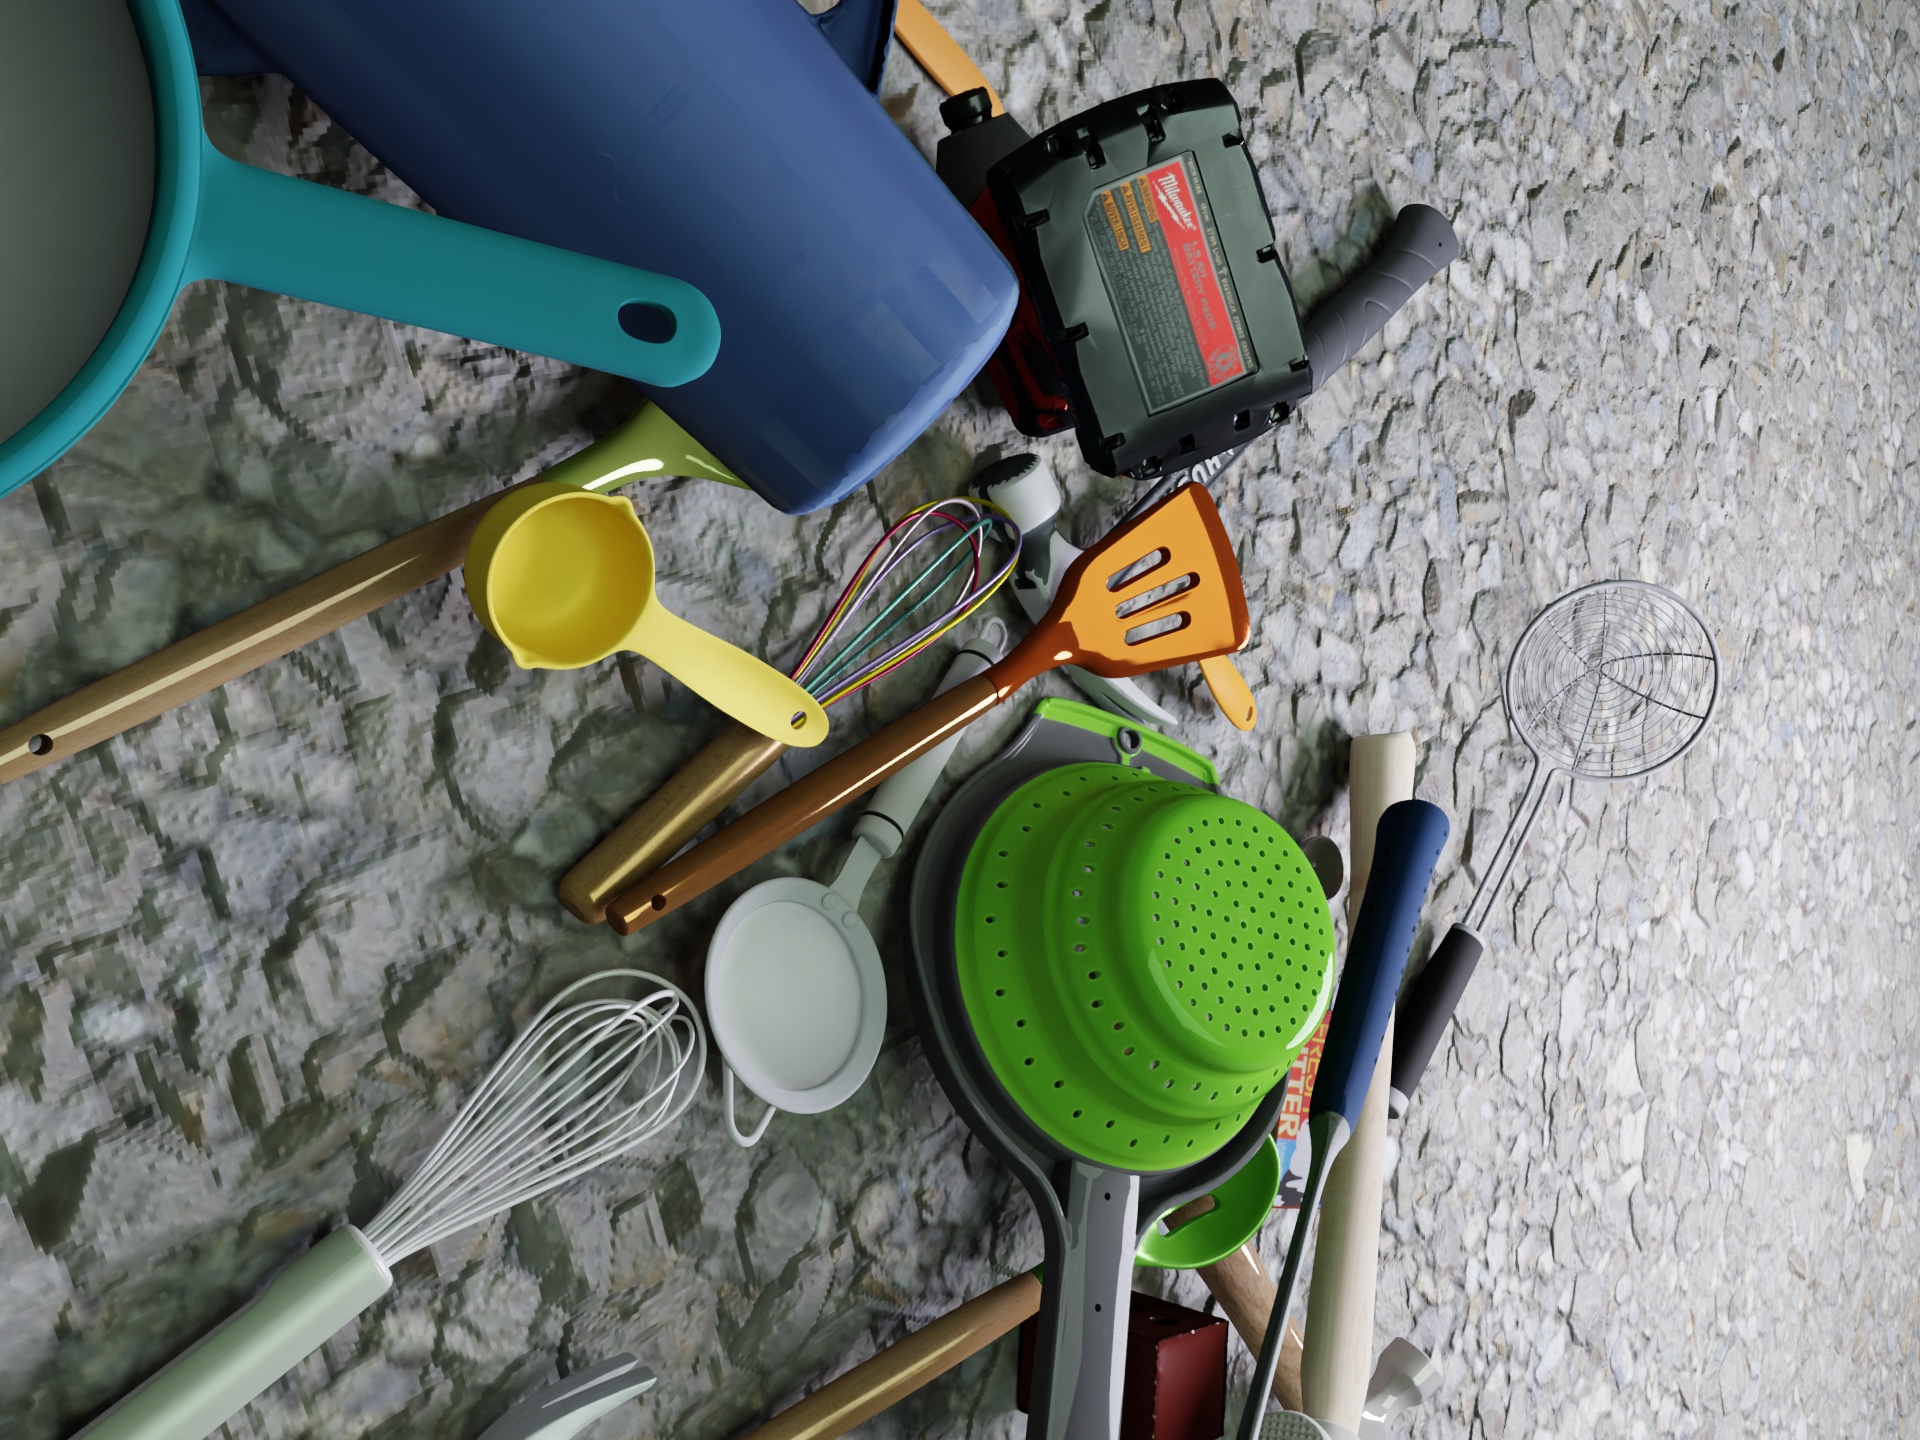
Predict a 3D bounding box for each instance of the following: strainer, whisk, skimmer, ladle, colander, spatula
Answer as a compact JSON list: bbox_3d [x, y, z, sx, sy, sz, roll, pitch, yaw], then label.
[{"bbox_3d":[-0.037,0.053,0.626,0.086,0.050,0.258,47,54,-25],"label":"strainer"},{"bbox_3d":[-0.179,0.161,0.496,0.059,0.057,0.246,47,56,9],"label":"whisk"},{"bbox_3d":[0.337,0.072,0.936,0.127,0.090,0.363,36,64,-1],"label":"skimmer"},{"bbox_3d":[-0.150,-0.063,0.513,0.320,0.062,0.078,-35,115,-34],"label":"ladle"},{"bbox_3d":[-0.061,-0.012,0.609,0.047,0.051,0.245,48,61,-7],"label":"whisk"},{"bbox_3d":[-0.232,-0.124,0.384,0.340,0.095,0.211,8,87,-29],"label":"strainer"},{"bbox_3d":[0.075,0.167,0.623,0.204,0.094,0.397,21,62,-25],"label":"colander"},{"bbox_3d":[-0.001,-0.002,0.624,0.322,0.041,0.081,-32,111,-36],"label":"spatula"}]

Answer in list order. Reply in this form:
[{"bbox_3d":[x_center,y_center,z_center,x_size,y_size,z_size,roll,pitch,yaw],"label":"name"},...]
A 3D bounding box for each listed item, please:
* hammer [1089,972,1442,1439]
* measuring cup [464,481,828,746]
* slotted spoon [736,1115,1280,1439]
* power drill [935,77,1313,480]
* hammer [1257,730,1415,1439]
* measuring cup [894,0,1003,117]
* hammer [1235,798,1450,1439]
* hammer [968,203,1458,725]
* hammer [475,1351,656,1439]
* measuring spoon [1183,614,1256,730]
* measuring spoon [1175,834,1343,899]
[{"bbox_3d":[0.120,0.251,0.760,0.130,0.031,0.331,-38,111,-19],"label":"hammer"},{"bbox_3d":[-0.100,-0.028,0.535,0.156,0.029,0.062,35,84,-48],"label":"measuring cup"},{"bbox_3d":[0.009,0.242,0.649,0.313,0.031,0.070,-20,92,-31],"label":"slotted spoon"},{"bbox_3d":[0.041,-0.171,0.594,0.078,0.220,0.143,-23,110,-4],"label":"power drill"},{"bbox_3d":[0.198,0.183,0.778,0.146,0.038,0.411,54,40,-43],"label":"hammer"},{"bbox_3d":[-0.024,-0.309,0.632,0.173,0.052,0.095,40,64,-33],"label":"measuring cup"},{"bbox_3d":[0.149,0.171,0.639,0.406,0.035,0.144,-58,163,-45],"label":"hammer"},{"bbox_3d":[0.158,-0.158,0.811,0.409,0.036,0.149,-45,119,-34],"label":"hammer"},{"bbox_3d":[-0.035,0.315,0.582,0.330,0.033,0.128,20,76,-27],"label":"hammer"},{"bbox_3d":[0.128,-0.020,0.757,0.116,0.011,0.021,44,66,-57],"label":"measuring spoon"},{"bbox_3d":[0.151,0.072,0.819,0.124,0.018,0.034,10,77,-35],"label":"measuring spoon"}]
